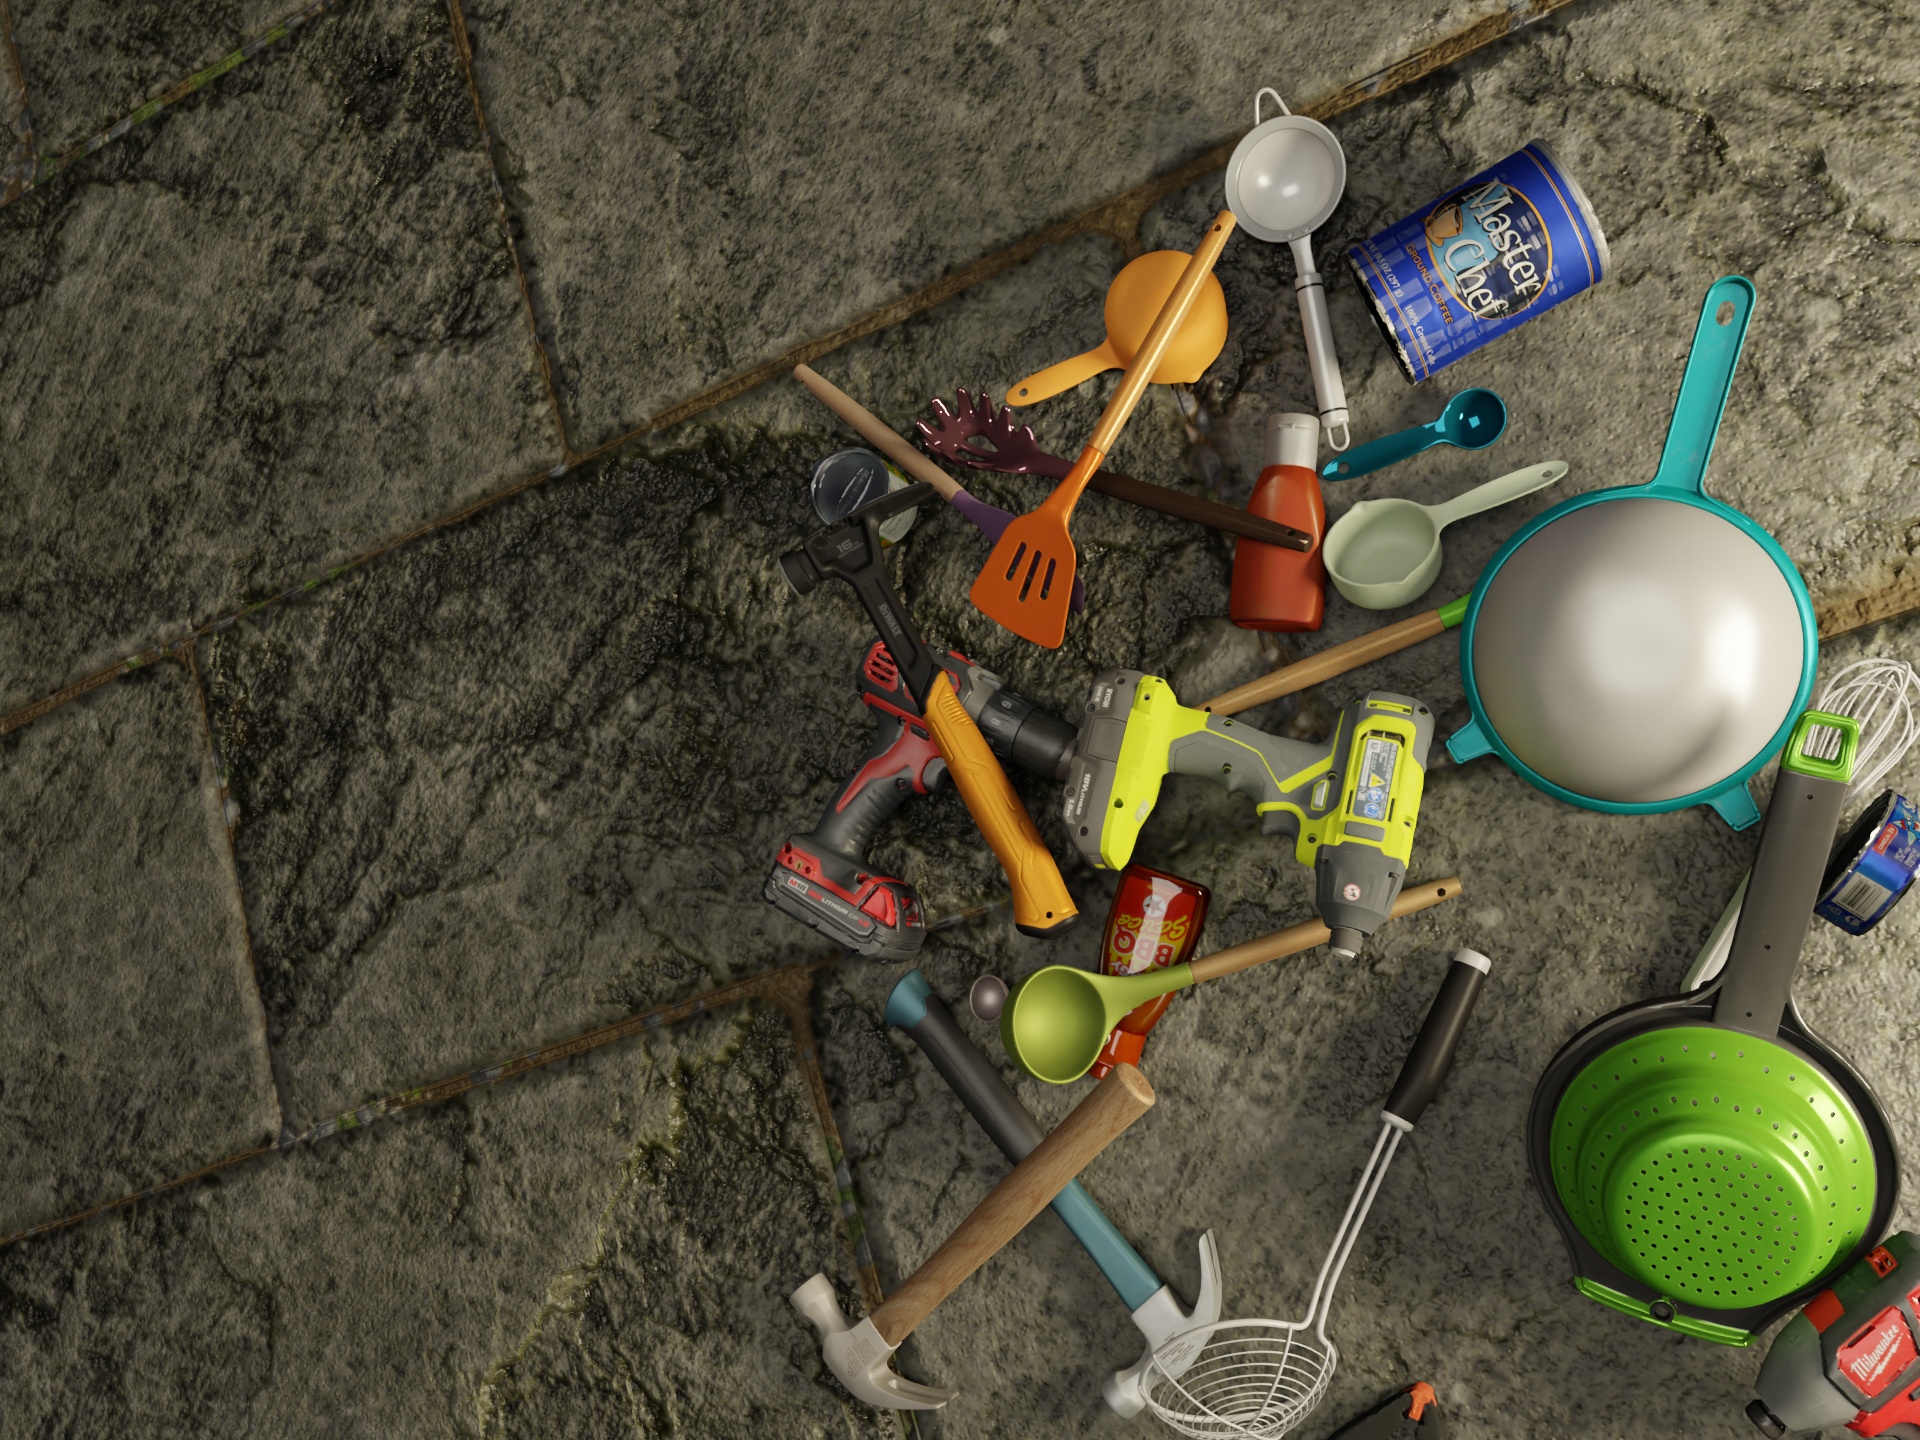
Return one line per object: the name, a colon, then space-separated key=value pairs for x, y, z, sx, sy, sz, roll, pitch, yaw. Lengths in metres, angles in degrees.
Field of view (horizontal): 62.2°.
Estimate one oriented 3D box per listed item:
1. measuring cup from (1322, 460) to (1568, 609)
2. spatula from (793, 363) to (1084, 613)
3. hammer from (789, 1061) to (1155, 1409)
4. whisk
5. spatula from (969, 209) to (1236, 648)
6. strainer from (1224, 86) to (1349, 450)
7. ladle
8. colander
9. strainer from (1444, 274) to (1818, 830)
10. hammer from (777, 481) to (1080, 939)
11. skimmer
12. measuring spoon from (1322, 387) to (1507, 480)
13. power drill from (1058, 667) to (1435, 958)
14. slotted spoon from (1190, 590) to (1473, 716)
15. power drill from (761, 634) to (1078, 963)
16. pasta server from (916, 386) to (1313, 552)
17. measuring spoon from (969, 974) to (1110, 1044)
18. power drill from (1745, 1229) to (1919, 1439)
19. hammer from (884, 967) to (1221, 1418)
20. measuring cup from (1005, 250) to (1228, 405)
measuring cup: x=0.327 y=-0.127 z=1.065 sx=0.167 sy=0.038 sz=0.083 roll=-23 pitch=47 yaw=9
spatula: x=-0.020 y=-0.185 z=1.206 sx=0.018 sy=0.059 sz=0.316 roll=-40 pitch=65 yaw=-20
hammer: x=0.017 y=0.357 z=1.102 sx=0.331 sy=0.031 sz=0.130 roll=-49 pitch=68 yaw=20
whisk: x=0.512 y=0.072 z=0.976 sx=0.058 sy=0.059 sz=0.246 roll=28 pitch=99 yaw=10
spatula: x=0.108 y=-0.207 z=1.108 sx=0.081 sy=0.041 sz=0.322 roll=31 pitch=93 yaw=23
strainer: x=0.244 y=-0.315 z=1.123 sx=0.087 sy=0.050 sz=0.258 roll=-12 pitch=86 yaw=28
ladle: x=0.179 y=0.162 z=1.052 sx=0.320 sy=0.062 sz=0.078 roll=-19 pitch=94 yaw=3
colander: x=0.445 y=0.192 z=0.905 sx=0.204 sy=0.094 sz=0.397 roll=14 pitch=105 yaw=21
strainer: x=0.428 y=-0.102 z=0.966 sx=0.211 sy=0.095 sz=0.340 roll=15 pitch=101 yaw=17
hammer: x=-0.002 y=-0.004 z=1.113 sx=0.127 sy=0.034 sz=0.337 roll=-29 pitch=77 yaw=6
skimmer: x=0.240 y=0.309 z=1.044 sx=0.363 sy=0.127 sz=0.090 roll=-62 pitch=27 yaw=-8
measuring spoon: x=0.314 y=-0.191 z=1.098 sx=0.128 sy=0.021 sz=0.042 roll=-18 pitch=79 yaw=27
power drill: x=0.187 y=0.055 z=1.056 sx=0.223 sy=0.080 sz=0.171 roll=10 pitch=75 yaw=18
slotted spoon: x=0.301 y=-0.061 z=1.080 sx=0.314 sy=0.031 sz=0.070 roll=-23 pitch=76 yaw=18
power drill: x=-0.024 y=0.064 z=1.161 sx=0.188 sy=0.080 sz=0.227 roll=26 pitch=90 yaw=21
pasta server: x=0.105 y=-0.173 z=1.135 sx=0.316 sy=0.040 sz=0.060 roll=22 pitch=70 yaw=30
measuring spoon: x=0.058 y=0.209 z=1.126 sx=0.124 sy=0.018 sz=0.034 roll=11 pitch=89 yaw=40
power drill: x=0.558 y=0.408 z=0.882 sx=0.220 sy=0.078 sz=0.143 roll=45 pitch=100 yaw=8
hammer: x=0.056 y=0.314 z=1.123 sx=0.128 sy=0.033 sz=0.331 roll=-45 pitch=71 yaw=11
measuring cup: x=0.109 y=-0.275 z=1.146 sx=0.173 sy=0.052 sz=0.095 roll=-24 pitch=77 yaw=5
